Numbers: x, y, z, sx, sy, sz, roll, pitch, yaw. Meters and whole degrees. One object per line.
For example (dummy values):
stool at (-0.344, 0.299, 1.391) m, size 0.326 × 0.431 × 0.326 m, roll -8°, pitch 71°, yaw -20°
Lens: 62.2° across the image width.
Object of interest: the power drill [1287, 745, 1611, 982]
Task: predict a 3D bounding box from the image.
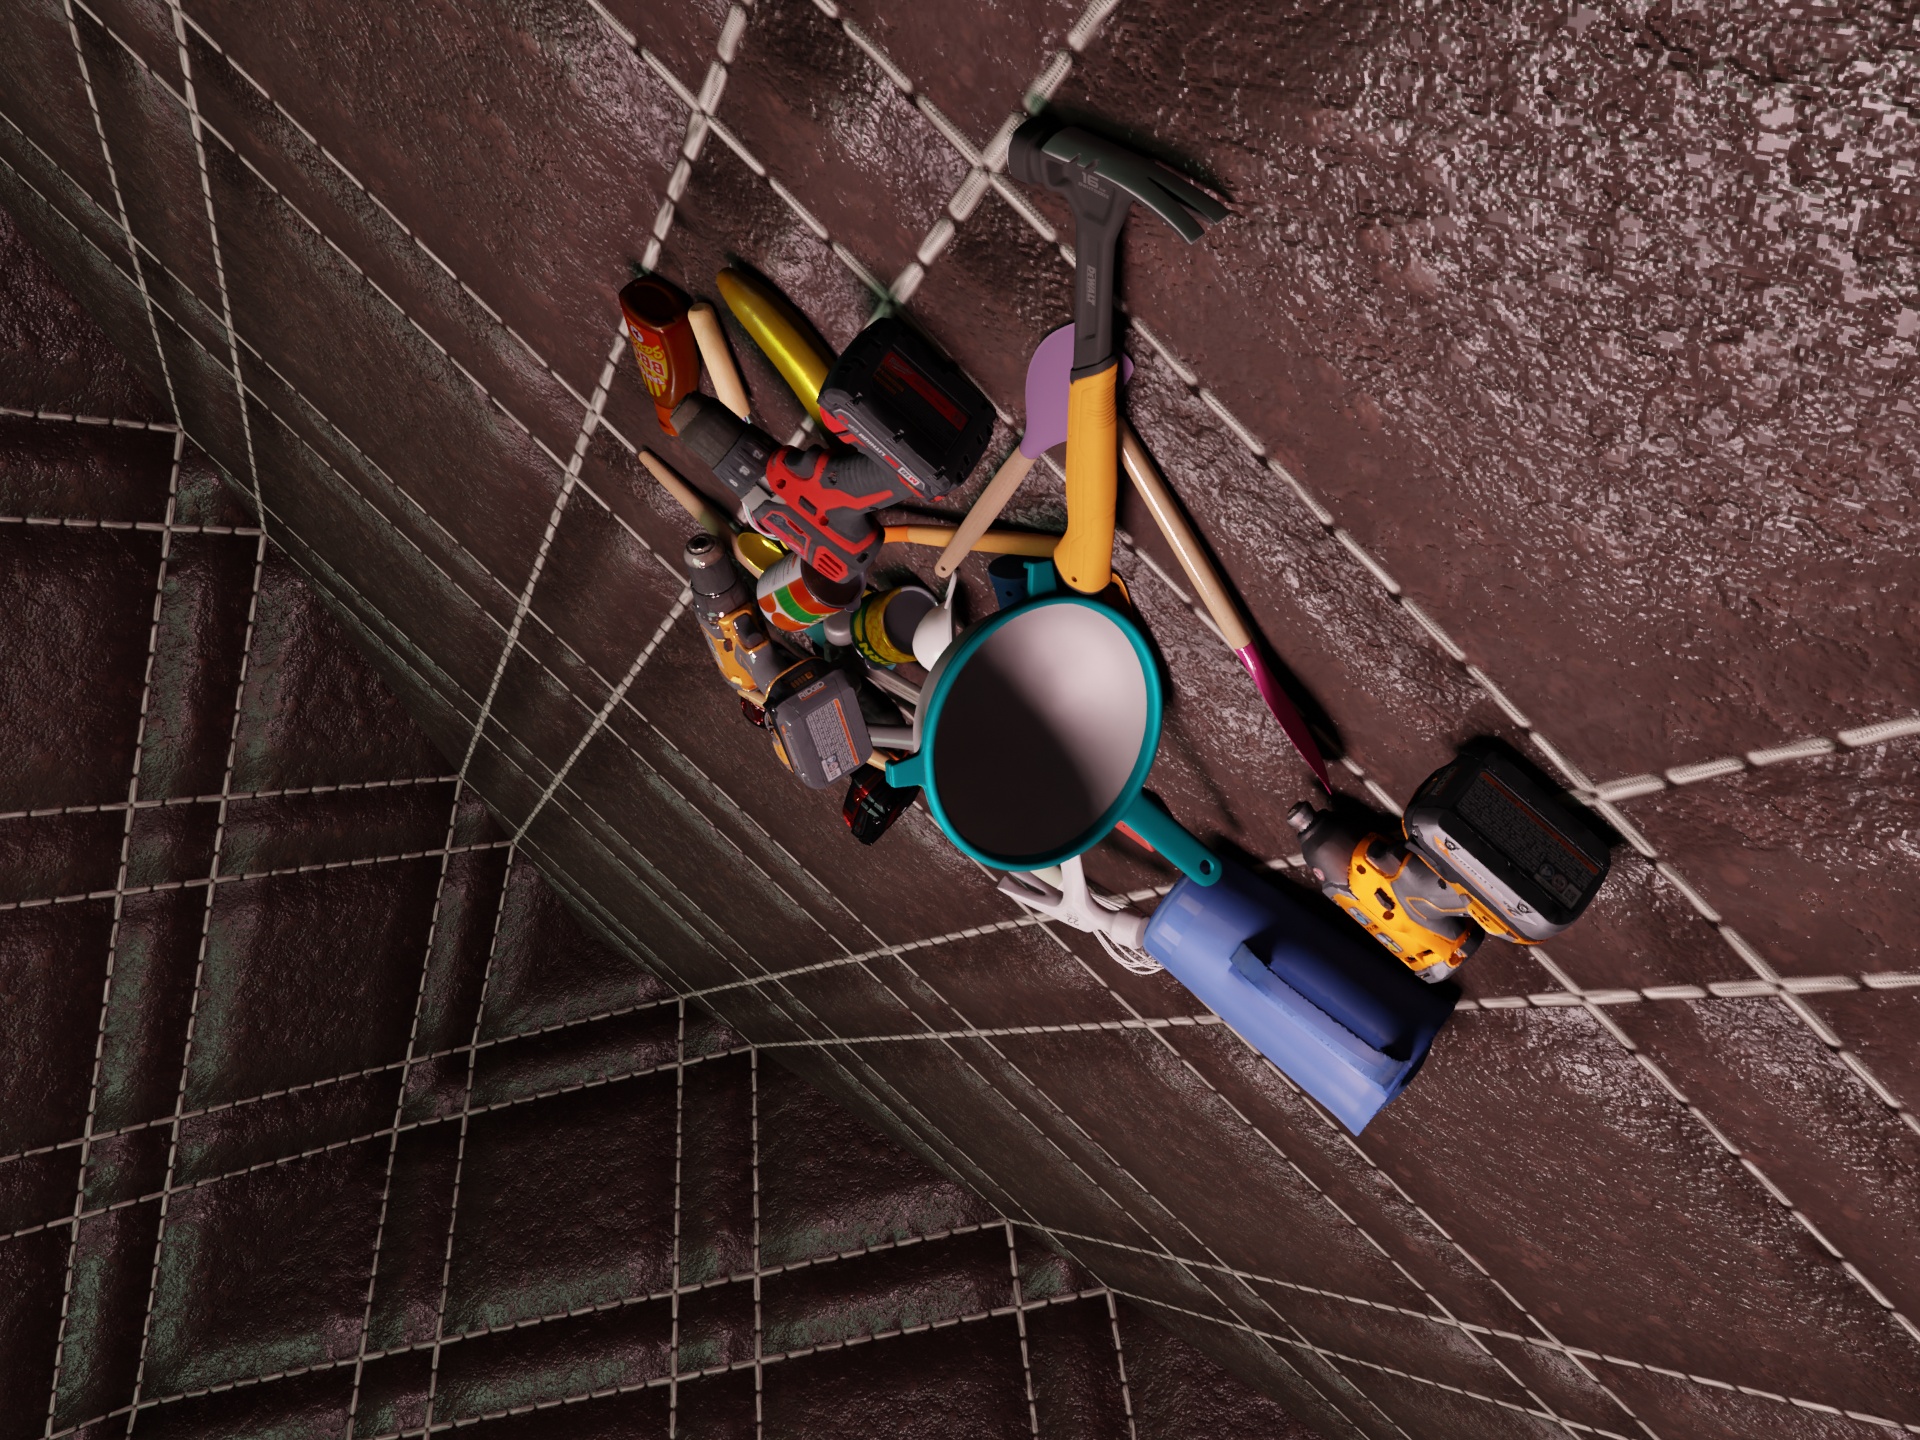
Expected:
power drill at (0.319, 0.095, 1.092) m, size 0.164 × 0.084 × 0.226 m, roll 41°, pitch 161°, yaw 4°

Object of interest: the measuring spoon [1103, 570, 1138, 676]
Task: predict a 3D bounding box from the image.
measuring spoon at (0.124, -0.070, 1.193) m, size 0.021 × 0.011 × 0.116 m, roll 9°, pitch 141°, yaw 26°

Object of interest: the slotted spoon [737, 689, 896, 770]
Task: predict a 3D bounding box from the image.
slotted spoon at (-0.092, 0.033, 1.614) m, size 0.314 × 0.031 × 0.070 m, roll 26°, pitch 151°, yaw 13°

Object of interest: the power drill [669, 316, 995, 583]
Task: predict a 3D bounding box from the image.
power drill at (-0.101, -0.201, 1.153) m, size 0.187 × 0.080 × 0.226 m, roll 39°, pitch 149°, yaw -16°

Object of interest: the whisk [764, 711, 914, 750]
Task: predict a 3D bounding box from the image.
whisk at (-0.088, 0.010, 1.559) m, size 0.239 × 0.055 × 0.055 m, roll 5°, pitch 143°, yaw 23°

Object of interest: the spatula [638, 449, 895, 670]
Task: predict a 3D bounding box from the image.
spatula at (-0.187, -0.154, 1.520) m, size 0.317 × 0.044 × 0.082 m, roll 44°, pitch 156°, yaw 5°

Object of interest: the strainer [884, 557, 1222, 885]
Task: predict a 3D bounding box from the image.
strainer at (0.082, 0.031, 1.226) m, size 0.340 × 0.211 × 0.095 m, roll 39°, pitch 173°, yaw -36°

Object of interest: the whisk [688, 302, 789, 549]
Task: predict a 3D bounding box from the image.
whisk at (-0.179, -0.241, 1.329) m, size 0.051 × 0.047 × 0.244 m, roll 13°, pitch 142°, yaw 28°

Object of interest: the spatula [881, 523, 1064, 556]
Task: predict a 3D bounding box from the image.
spatula at (-0.015, -0.152, 1.250) m, size 0.323 × 0.041 × 0.080 m, roll 12°, pitch 146°, yaw 43°

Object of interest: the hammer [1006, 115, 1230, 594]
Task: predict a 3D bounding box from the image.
hammer at (0.087, -0.192, 0.962) m, size 0.127 × 0.034 × 0.336 m, roll 34°, pitch 152°, yaw 24°

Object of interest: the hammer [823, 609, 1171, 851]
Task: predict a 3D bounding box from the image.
hammer at (0.028, 0.020, 1.443) m, size 0.359 × 0.037 × 0.149 m, roll 30°, pitch 157°, yaw 18°

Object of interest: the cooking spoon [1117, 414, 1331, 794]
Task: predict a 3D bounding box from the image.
cooking spoon at (0.179, -0.073, 1.074) m, size 0.318 × 0.017 × 0.069 m, roll 55°, pitch -169°, yaw -24°

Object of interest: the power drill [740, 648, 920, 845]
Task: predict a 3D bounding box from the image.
power drill at (-0.148, 0.027, 1.717) m, size 0.220 × 0.078 × 0.143 m, roll 42°, pitch 157°, yaw 7°

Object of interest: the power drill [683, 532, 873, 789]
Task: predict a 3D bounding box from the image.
power drill at (-0.182, -0.062, 1.494) m, size 0.226 × 0.084 × 0.185 m, roll 46°, pitch 161°, yaw 38°

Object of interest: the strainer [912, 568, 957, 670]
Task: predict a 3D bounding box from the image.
strainer at (-0.002, -0.004, 1.356) m, size 0.087 × 0.050 × 0.258 m, roll -88°, pitch -13°, yaw -65°

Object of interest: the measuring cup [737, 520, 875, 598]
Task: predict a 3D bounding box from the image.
measuring cup at (-0.131, -0.143, 1.457) m, size 0.156 × 0.029 × 0.062 m, roll 23°, pitch 151°, yaw 12°

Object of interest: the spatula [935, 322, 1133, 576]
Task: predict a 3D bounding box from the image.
spatula at (0.036, -0.176, 1.100) m, size 0.060 × 0.018 × 0.315 m, roll 42°, pitch 151°, yaw 0°

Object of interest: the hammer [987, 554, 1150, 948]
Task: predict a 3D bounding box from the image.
hammer at (0.071, 0.033, 1.337) m, size 0.144 × 0.035 × 0.405 m, roll 16°, pitch 138°, yaw 31°

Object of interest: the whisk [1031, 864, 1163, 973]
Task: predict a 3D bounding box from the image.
whisk at (0.111, 0.169, 1.604) m, size 0.246 × 0.059 × 0.057 m, roll 39°, pitch 121°, yaw 15°
